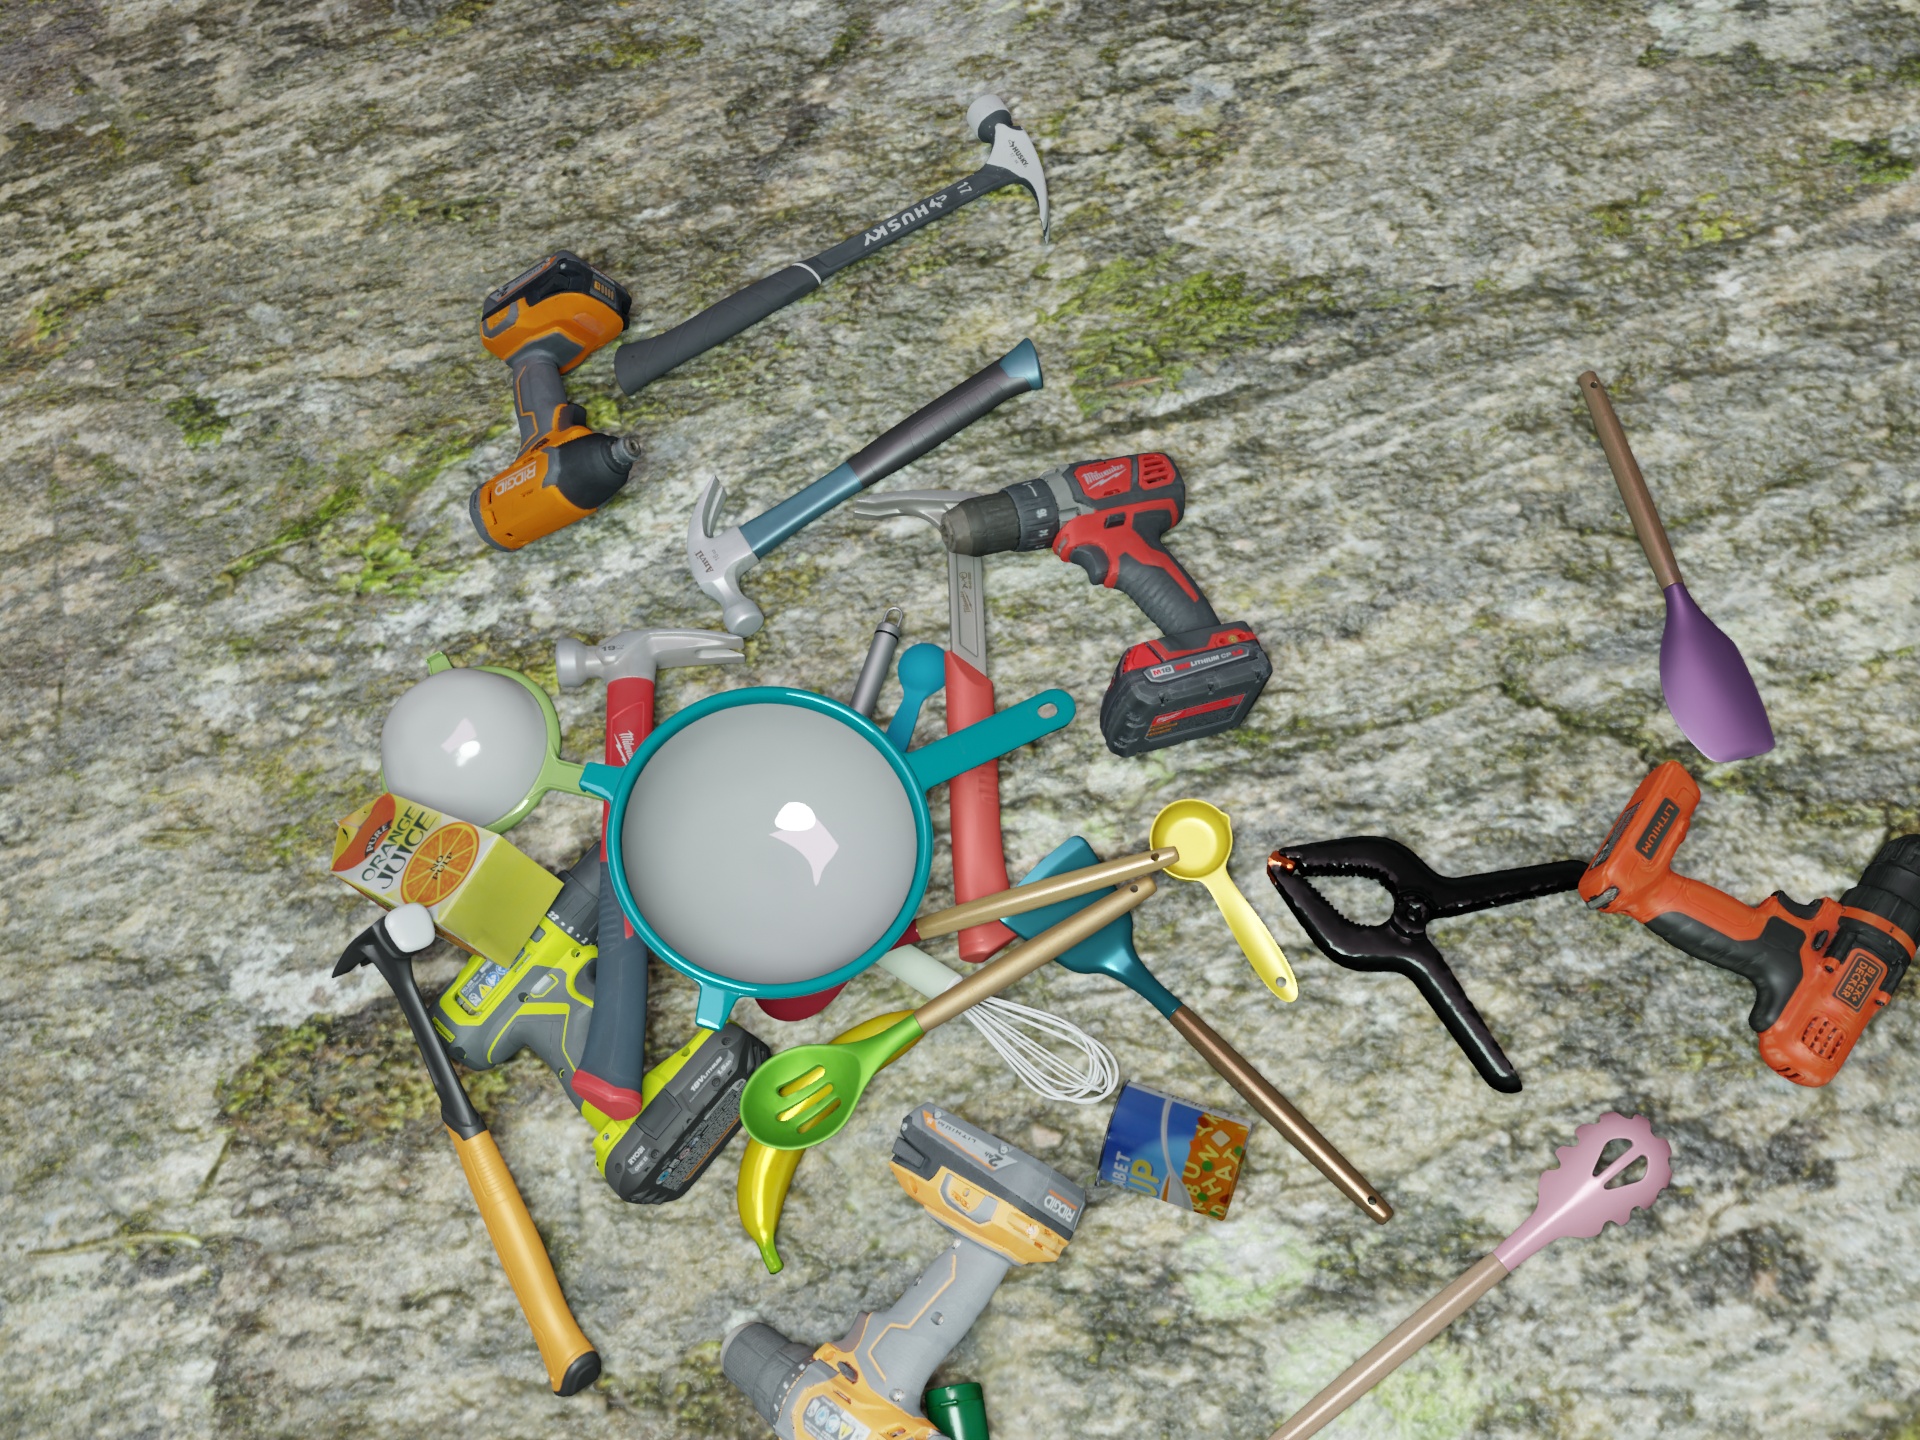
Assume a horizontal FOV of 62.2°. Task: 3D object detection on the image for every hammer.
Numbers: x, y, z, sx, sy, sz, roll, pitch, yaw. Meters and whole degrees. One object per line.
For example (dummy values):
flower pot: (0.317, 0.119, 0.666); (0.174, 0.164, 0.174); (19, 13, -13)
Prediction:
hammer: (-0.112, -0.385, 1.356); (0.409, 0.036, 0.149); (-29, 67, -1)
hammer: (-0.328, 0.292, 1.068); (0.034, 0.127, 0.337); (-21, 82, -42)
hammer: (-0.073, -0.203, 1.274); (0.331, 0.033, 0.128); (-33, 67, -4)
hammer: (-0.220, 0.092, 1.121); (0.143, 0.038, 0.387); (-4, 53, -5)
hammer: (-0.002, -0.004, 1.162); (0.149, 0.036, 0.359); (1, 69, -7)

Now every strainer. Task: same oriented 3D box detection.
strainer: (-0.084, 0.027, 1.176); (0.087, 0.050, 0.259); (11, 66, 16)
strainer: (-0.342, 0.027, 1.212); (0.256, 0.069, 0.151); (12, 71, 17)
strainer: (-0.075, 0.065, 1.090); (0.340, 0.095, 0.211); (-24, 75, -20)

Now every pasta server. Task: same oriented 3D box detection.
pasta server: (0.310, 0.350, 0.976); (0.316, 0.040, 0.060); (-39, 66, -2)

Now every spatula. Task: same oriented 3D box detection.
spatula: (0.159, 0.210, 1.049); (0.082, 0.044, 0.318); (-43, 65, -10)
spatula: (0.496, -0.116, 1.133); (0.060, 0.018, 0.316); (-13, 67, 7)

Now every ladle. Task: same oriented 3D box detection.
ladle: (-0.003, 0.136, 1.081); (0.315, 0.031, 0.069); (-18, 65, 10)

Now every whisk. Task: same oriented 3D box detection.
whisk: (0.001, 0.190, 1.095); (0.246, 0.057, 0.059); (29, 42, 23)

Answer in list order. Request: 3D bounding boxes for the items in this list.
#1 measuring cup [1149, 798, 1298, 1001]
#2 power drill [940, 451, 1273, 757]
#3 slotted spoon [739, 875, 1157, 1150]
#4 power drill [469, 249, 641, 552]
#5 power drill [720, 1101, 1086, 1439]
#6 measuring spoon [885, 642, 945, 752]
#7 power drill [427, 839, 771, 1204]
measuring cup: (0.185, 0.126, 1.097); (0.062, 0.029, 0.157); (-31, 77, -2)
power drill: (0.103, -0.090, 1.144); (0.188, 0.080, 0.227); (-14, 62, -18)
slotted spoon: (-0.005, 0.190, 1.057); (0.314, 0.031, 0.070); (-31, 59, -3)
power drill: (-0.323, -0.264, 1.299); (0.164, 0.084, 0.227); (-18, 64, 31)
power drill: (-0.043, 0.360, 1.000); (0.185, 0.084, 0.226); (15, 69, 43)
measuring spoon: (-0.044, -0.004, 1.191); (0.042, 0.021, 0.129); (15, 70, 17)
power drill: (-0.243, 0.206, 1.117); (0.229, 0.080, 0.190); (36, 79, 25)
